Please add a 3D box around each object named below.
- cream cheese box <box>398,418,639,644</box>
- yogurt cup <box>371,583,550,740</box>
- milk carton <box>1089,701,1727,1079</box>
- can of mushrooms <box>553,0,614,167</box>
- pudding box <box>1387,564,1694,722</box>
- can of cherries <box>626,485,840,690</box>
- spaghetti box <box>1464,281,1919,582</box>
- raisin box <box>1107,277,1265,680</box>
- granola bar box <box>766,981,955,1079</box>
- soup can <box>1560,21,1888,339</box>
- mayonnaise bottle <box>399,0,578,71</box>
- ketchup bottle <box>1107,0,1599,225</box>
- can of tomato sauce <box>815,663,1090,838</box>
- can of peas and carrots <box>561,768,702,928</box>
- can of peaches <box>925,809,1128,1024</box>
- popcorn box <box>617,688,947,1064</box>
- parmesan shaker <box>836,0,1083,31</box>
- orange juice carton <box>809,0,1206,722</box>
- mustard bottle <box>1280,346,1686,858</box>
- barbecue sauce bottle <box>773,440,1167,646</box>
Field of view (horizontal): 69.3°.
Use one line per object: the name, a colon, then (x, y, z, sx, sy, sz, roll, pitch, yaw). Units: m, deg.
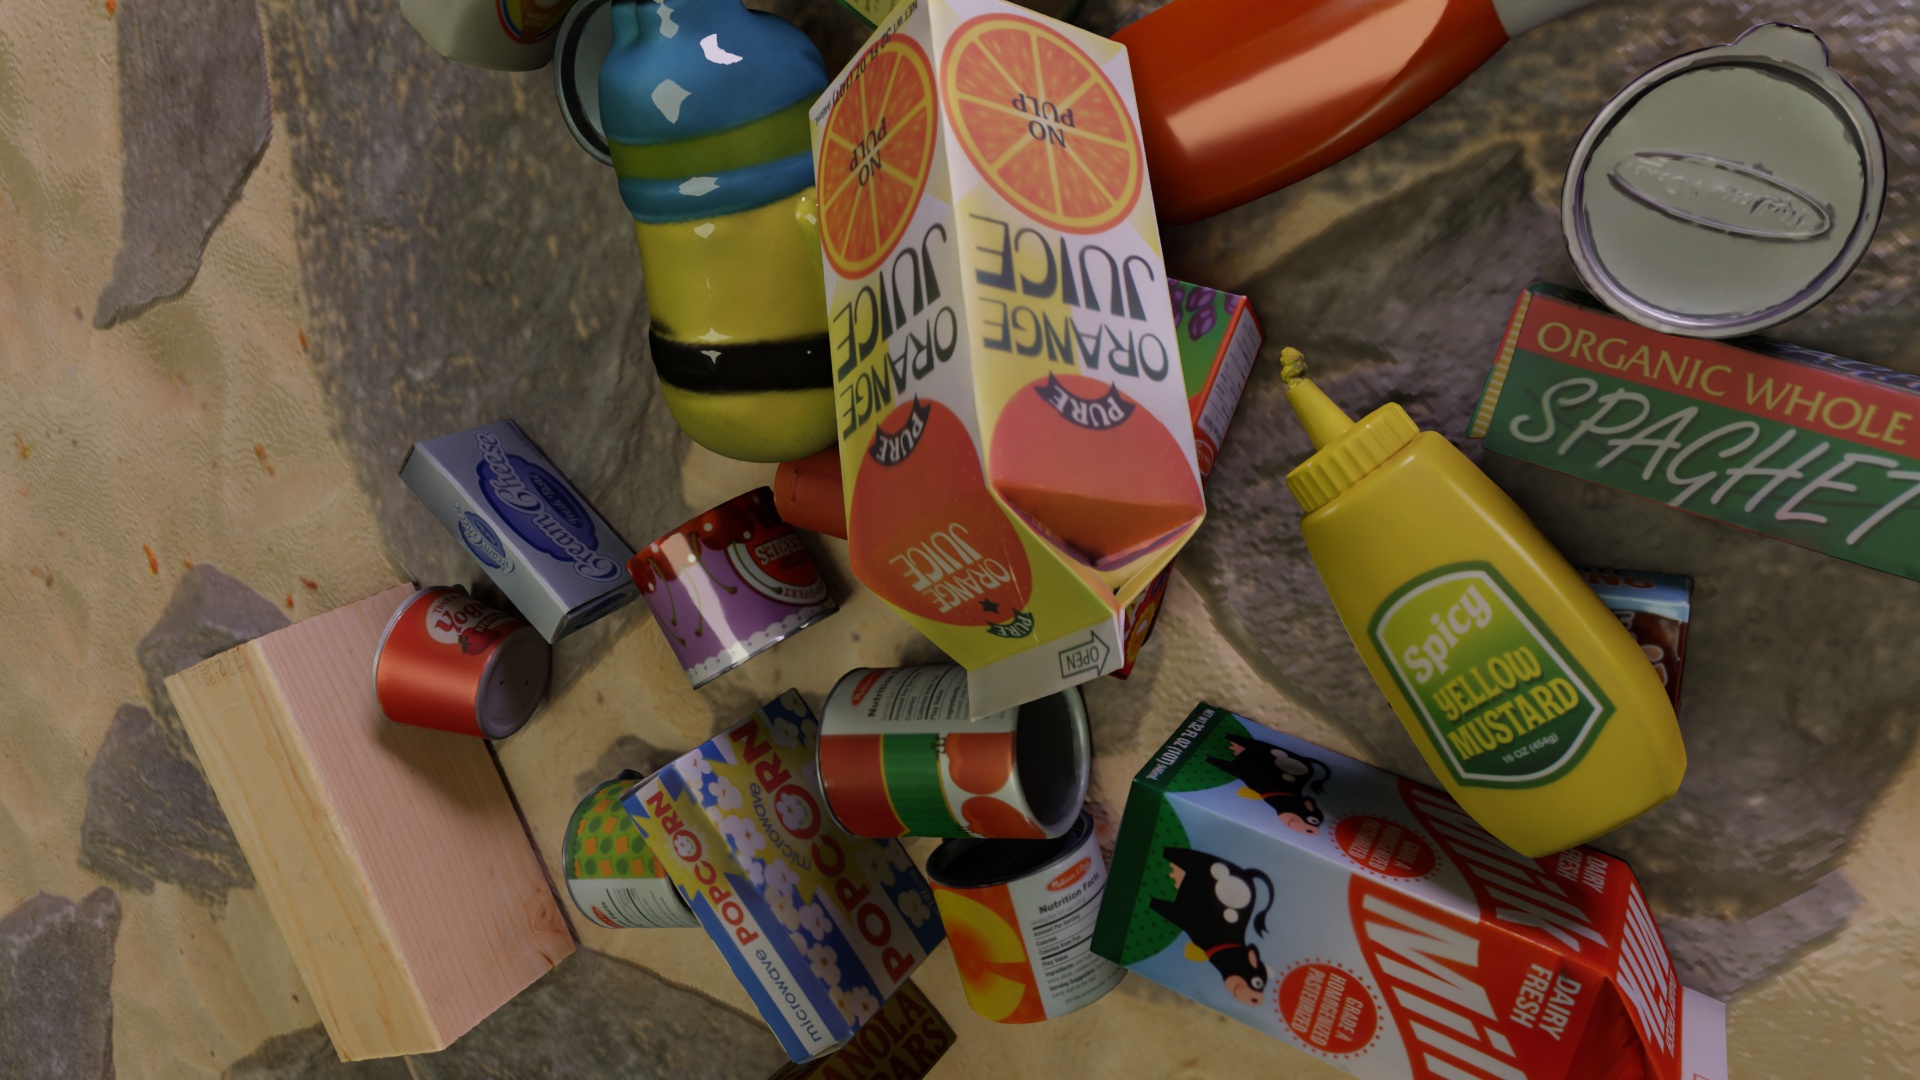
cream cheese box: (-0.189, -0.007, 0.607, 0.104, 0.053, 0.024, 46, 123, 9)
yogurt cup: (-0.229, 0.059, 0.644, 0.054, 0.073, 0.072, 14, 112, 16)
milk carton: (0.147, 0.129, 0.453, 0.191, 0.072, 0.073, 19, 114, 22)
can of mushrooms: (-0.117, -0.173, 0.527, 0.071, 0.033, 0.070, 9, 109, 26)
pudding box: (0.179, 0.032, 0.431, 0.084, 0.030, 0.049, 8, 108, 26)
can of cherries: (-0.088, 0.017, 0.552, 0.071, 0.072, 0.058, -30, 89, 32)
spaghetti box: (0.268, -0.013, 0.369, 0.250, 0.029, 0.050, 21, 115, 22)
raisin box: (0.036, -0.027, 0.451, 0.086, 0.040, 0.123, 21, 85, 25)
granola bar box: (-0.089, 0.262, 0.570, 0.039, 0.166, 0.123, 49, 122, 8)
soup can: (0.193, -0.092, 0.352, 0.071, 0.084, 0.071, 9, 110, 26)
mayonnaise bottle: (-0.146, -0.241, 0.506, 0.041, 0.065, 0.147, 48, 118, 9)
ketchup bottle: (0.116, -0.146, 0.401, 0.148, 0.044, 0.064, -17, 90, 31)
can of tomato sauce: (-0.001, 0.080, 0.524, 0.083, 0.071, 0.071, -6, 102, 30)
can of peas and carrots: (-0.130, 0.135, 0.613, 0.058, 0.071, 0.071, -10, 101, 30)
can of peaches: (0.025, 0.141, 0.529, 0.071, 0.071, 0.058, -12, 100, 31)
popcorn box: (-0.068, 0.133, 0.565, 0.038, 0.085, 0.127, -37, 86, 31)
parmesan shaker: (-0.016, -0.194, 0.447, 0.103, 0.071, 0.071, 42, 121, 10)
orange juice carton: (0.011, -0.050, 0.389, 0.071, 0.073, 0.193, -30, 60, 51)
mustard bottle: (0.137, 0.012, 0.399, 0.065, 0.049, 0.160, -39, 85, 30)
barbecue sauce bottle: (0.002, -0.006, 0.508, 0.148, 0.044, 0.064, 15, 100, 25)
